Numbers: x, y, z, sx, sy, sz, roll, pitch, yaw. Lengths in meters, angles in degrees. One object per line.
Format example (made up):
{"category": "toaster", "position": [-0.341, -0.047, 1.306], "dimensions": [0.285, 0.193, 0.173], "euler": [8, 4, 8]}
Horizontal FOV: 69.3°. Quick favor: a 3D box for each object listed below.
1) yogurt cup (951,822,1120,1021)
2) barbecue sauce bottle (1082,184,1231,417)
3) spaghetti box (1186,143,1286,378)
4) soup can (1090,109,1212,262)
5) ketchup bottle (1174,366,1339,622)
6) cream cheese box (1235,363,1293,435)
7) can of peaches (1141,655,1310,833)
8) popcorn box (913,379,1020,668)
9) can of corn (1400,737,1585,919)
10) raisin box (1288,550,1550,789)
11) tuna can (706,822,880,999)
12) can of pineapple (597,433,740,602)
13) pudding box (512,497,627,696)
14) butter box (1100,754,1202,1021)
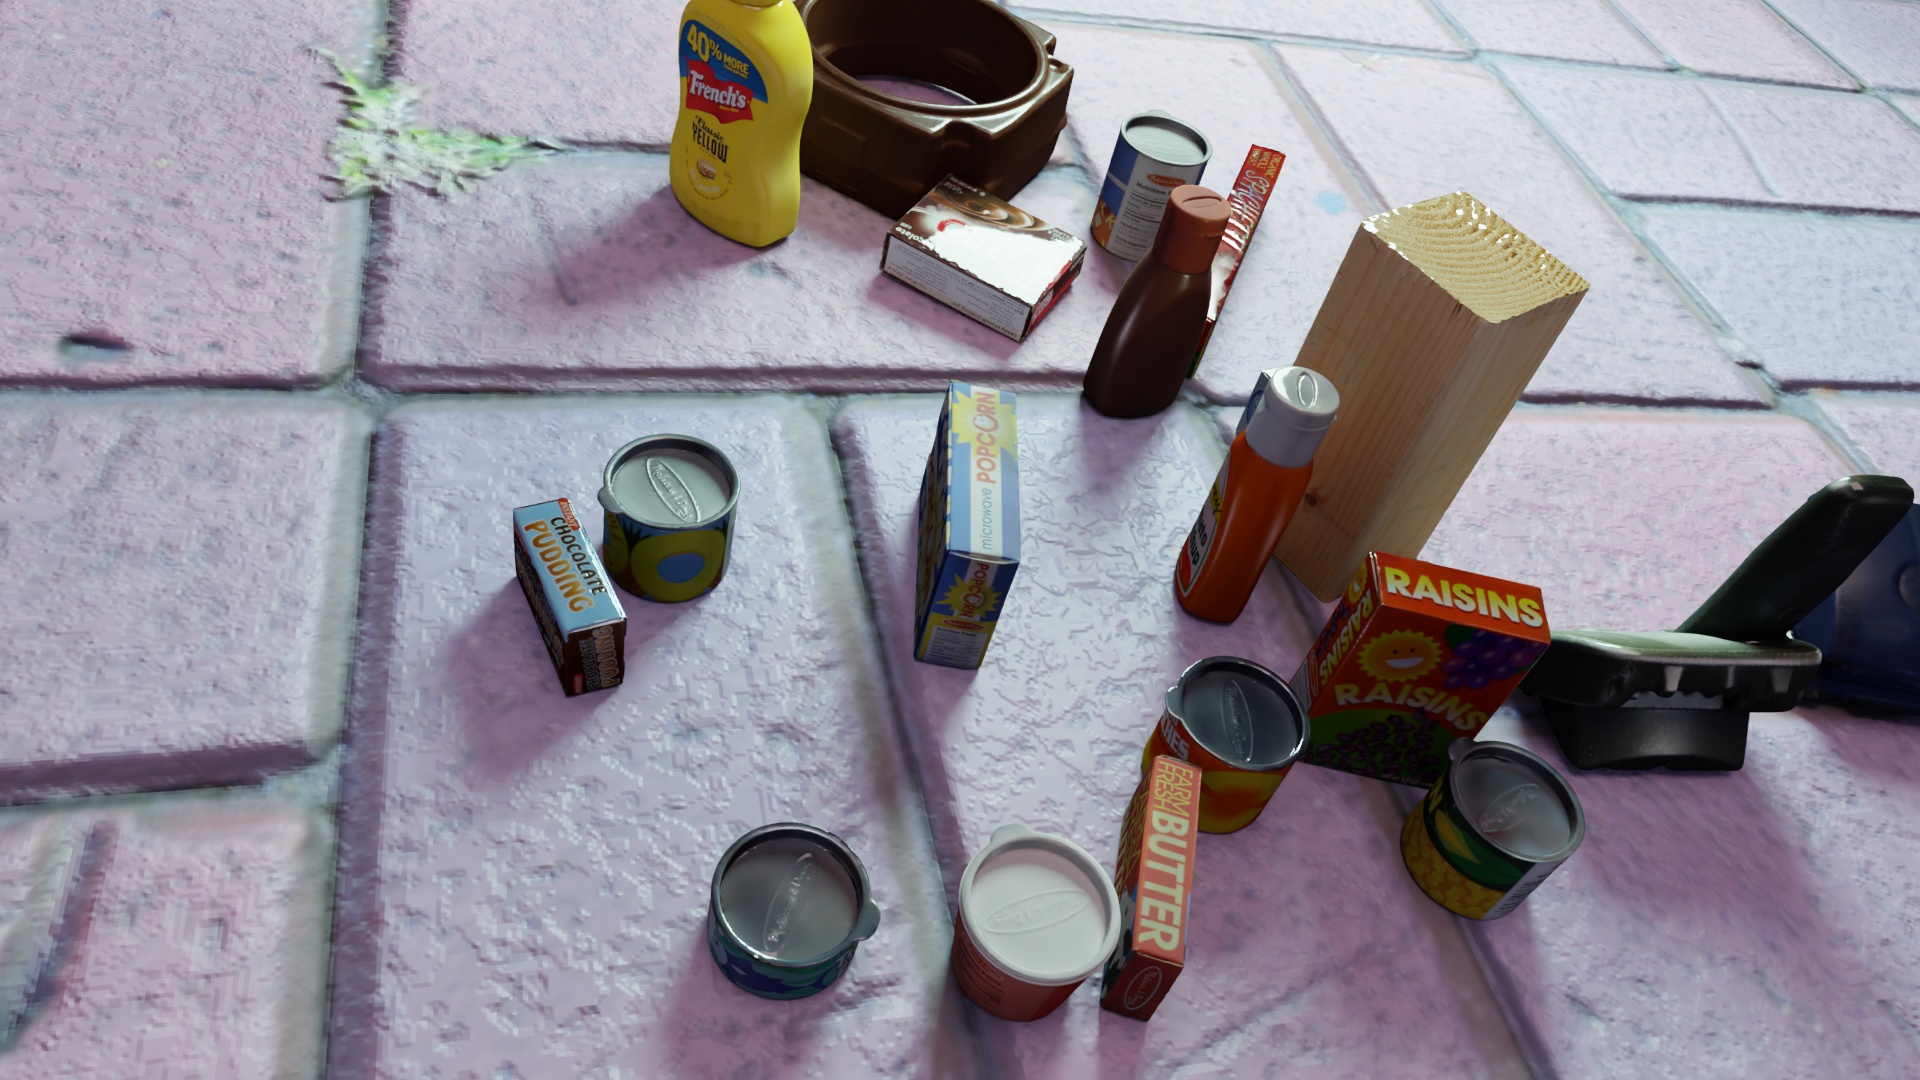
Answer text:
{"category": "yogurt cup", "position": [0.028, 0.165, 0.584], "dimensions": [0.072, 0.053, 0.073], "euler": [8, 46, -8]}
{"category": "barbecue sauce bottle", "position": [0.122, -0.141, 0.836], "dimensions": [0.065, 0.147, 0.044], "euler": [-13, 52, -26]}
{"category": "spaghetti box", "position": [0.188, -0.205, 0.984], "dimensions": [0.029, 0.049, 0.251], "euler": [23, 46, 6]}
{"category": "soup can", "position": [0.135, -0.252, 0.991], "dimensions": [0.071, 0.083, 0.072], "euler": [8, 46, -8]}
{"category": "ketchup bottle", "position": [0.156, -0.025, 0.735], "dimensions": [0.043, 0.148, 0.065], "euler": [15, 45, -2]}
{"category": "cream cheese box", "position": [0.228, -0.091, 0.885], "dimensions": [0.104, 0.053, 0.024], "euler": [-14, 53, -27]}
{"category": "can of peaches", "position": [0.125, 0.099, 0.672], "dimensions": [0.071, 0.057, 0.071], "euler": [8, 46, -8]}
{"category": "popcorn box", "position": [0.003, -0.009, 0.721], "dimensions": [0.038, 0.084, 0.127], "euler": [8, 46, -8]}
{"category": "can of corn", "position": [0.253, 0.138, 0.670], "dimensions": [0.071, 0.058, 0.071], "euler": [8, 46, -8]}
{"category": "raisin box", "position": [0.219, 0.066, 0.684], "dimensions": [0.086, 0.122, 0.040], "euler": [13, 45, -3]}
{"category": "tuna can", "position": [-0.070, 0.155, 0.581], "dimensions": [0.071, 0.032, 0.071], "euler": [8, 46, -8]}
{"category": "can of pineapple", "position": [-0.148, -0.011, 0.699], "dimensions": [0.071, 0.057, 0.071], "euler": [8, 46, -8]}
{"category": "pudding box", "position": [-0.186, 0.026, 0.659], "dimensions": [0.030, 0.049, 0.084], "euler": [-15, 53, -27]}
{"category": "butter box", "position": [0.085, 0.151, 0.614], "dimensions": [0.024, 0.052, 0.104], "euler": [16, 45, 0]}
